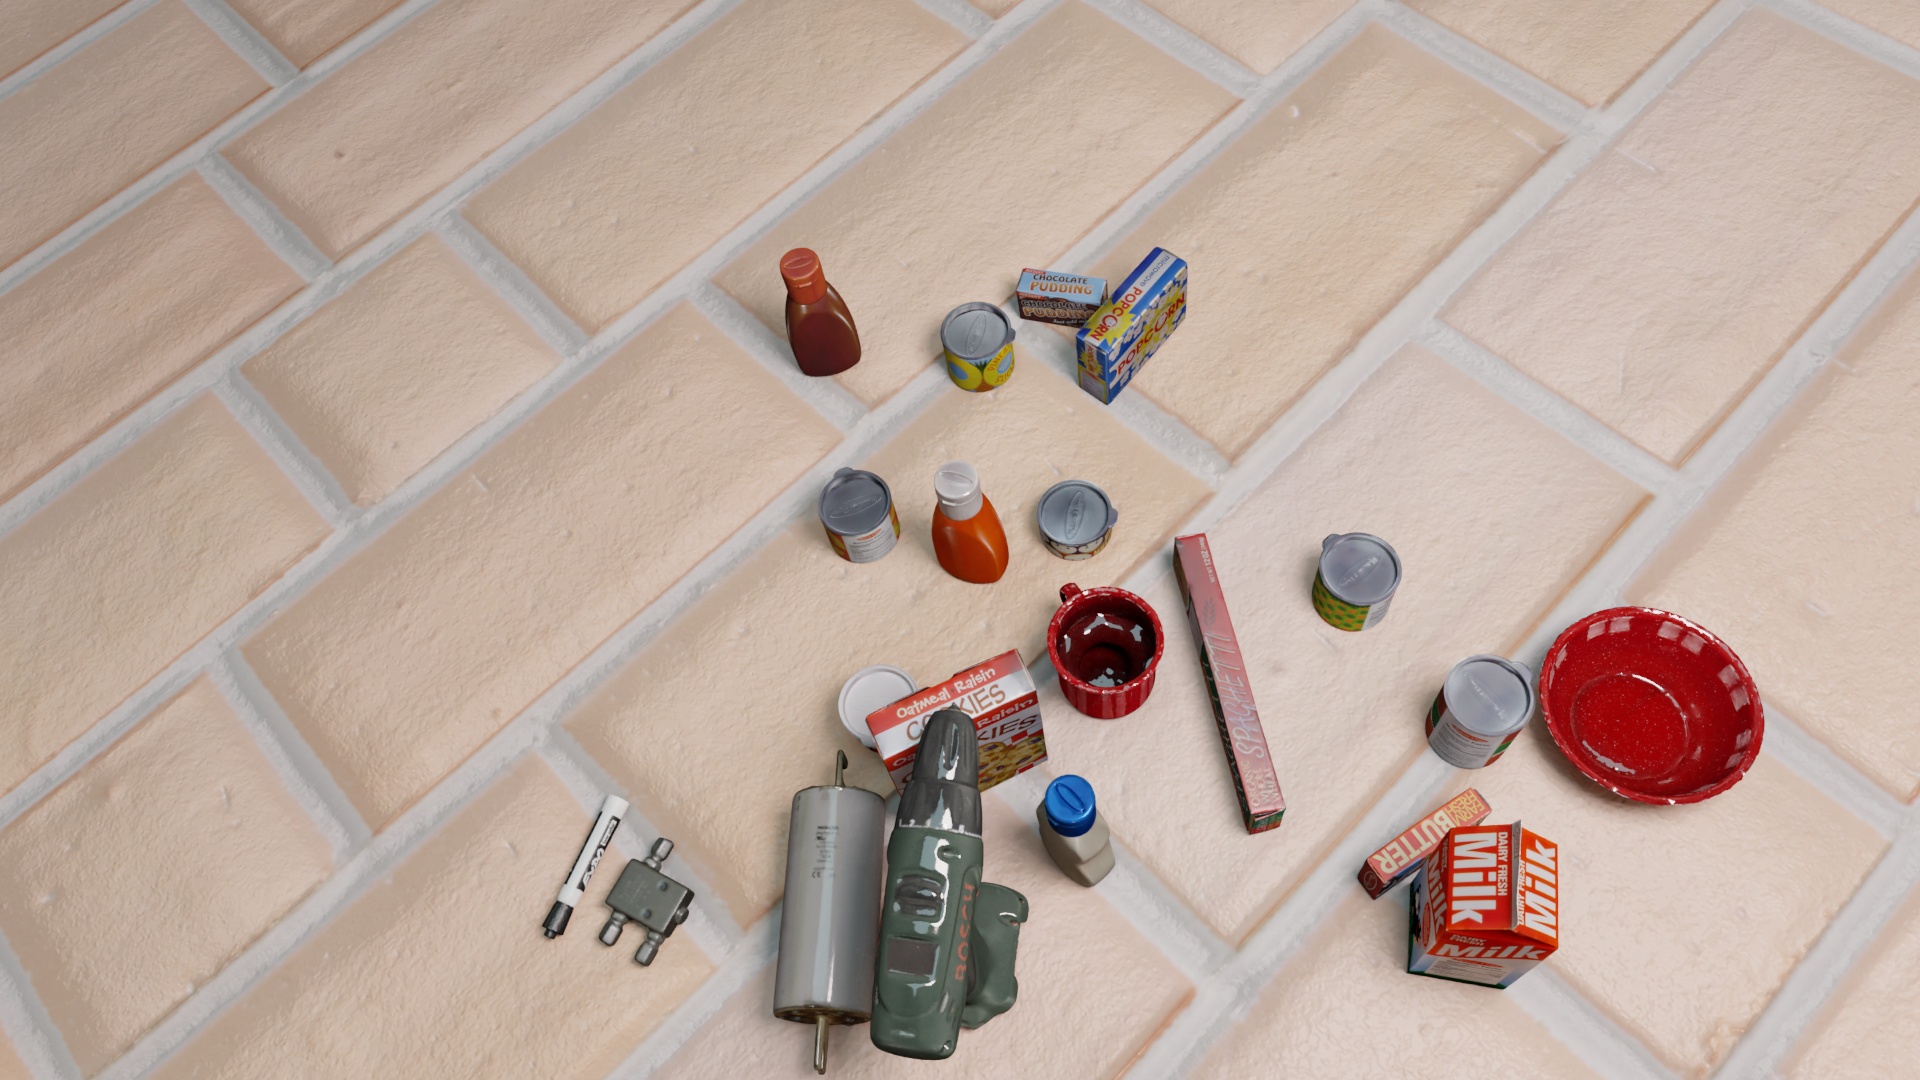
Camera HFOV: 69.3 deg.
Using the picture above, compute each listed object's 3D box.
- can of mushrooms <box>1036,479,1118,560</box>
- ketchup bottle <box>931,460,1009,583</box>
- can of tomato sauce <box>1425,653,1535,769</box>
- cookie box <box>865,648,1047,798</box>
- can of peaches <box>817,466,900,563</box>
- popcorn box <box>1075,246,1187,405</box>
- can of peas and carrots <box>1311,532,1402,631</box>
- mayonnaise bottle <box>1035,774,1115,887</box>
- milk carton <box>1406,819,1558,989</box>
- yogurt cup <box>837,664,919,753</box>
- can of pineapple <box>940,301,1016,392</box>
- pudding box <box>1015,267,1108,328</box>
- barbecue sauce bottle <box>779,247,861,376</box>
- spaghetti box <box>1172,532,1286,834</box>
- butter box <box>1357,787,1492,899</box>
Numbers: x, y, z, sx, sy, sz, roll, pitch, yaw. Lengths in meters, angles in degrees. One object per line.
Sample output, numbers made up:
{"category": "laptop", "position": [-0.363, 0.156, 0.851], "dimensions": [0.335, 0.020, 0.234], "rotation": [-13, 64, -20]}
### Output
{"category": "can of mushrooms", "position": [0.104, -0.017, 1.226], "dimensions": [0.071, 0.033, 0.071], "rotation": [-3, 62, 5]}
{"category": "ketchup bottle", "position": [0.004, -0.015, 1.171], "dimensions": [0.065, 0.148, 0.044], "rotation": [16, 66, 15]}
{"category": "can of tomato sauce", "position": [0.404, 0.133, 1.083], "dimensions": [0.071, 0.082, 0.071], "rotation": [-3, 62, 5]}
{"category": "cookie box", "position": [0.001, 0.153, 1.072], "dimensions": [0.123, 0.166, 0.040], "rotation": [-25, 63, -6]}
{"category": "can of peaches", "position": [-0.090, -0.022, 1.237], "dimensions": [0.071, 0.057, 0.071], "rotation": [-3, 62, 5]}
{"category": "popcorn box", "position": [0.160, -0.199, 1.286], "dimensions": [0.038, 0.085, 0.127], "rotation": [34, 71, 22]}
{"category": "can of peas and carrots", "position": [0.327, 0.034, 1.158], "dimensions": [0.071, 0.058, 0.071], "rotation": [-3, 62, 5]}
{"category": "mayonnaise bottle", "position": [0.085, 0.215, 1.040], "dimensions": [0.041, 0.147, 0.065], "rotation": [-41, 65, -14]}
{"category": "milk carton", "position": [0.364, 0.253, 0.963], "dimensions": [0.073, 0.189, 0.072], "rotation": [7, 64, 10]}
{"category": "yogurt cup", "position": [-0.063, 0.143, 1.149], "dimensions": [0.072, 0.053, 0.073], "rotation": [-3, 62, 5]}
{"category": "can of pineapple", "position": [0.018, -0.181, 1.309], "dimensions": [0.071, 0.057, 0.071], "rotation": [-3, 62, 5]}
{"category": "pudding box", "position": [0.098, -0.231, 1.330], "dimensions": [0.084, 0.049, 0.030], "rotation": [11, 65, 12]}
{"category": "barbecue sauce bottle", "position": [-0.135, -0.211, 1.291], "dimensions": [0.065, 0.148, 0.044], "rotation": [-15, 62, -1]}
{"category": "spaghetti box", "position": [0.216, 0.113, 1.134], "dimensions": [0.029, 0.050, 0.251], "rotation": [-12, 62, 1]}
{"category": "butter box", "position": [0.351, 0.230, 1.055], "dimensions": [0.104, 0.053, 0.024], "rotation": [-31, 63, -10]}
